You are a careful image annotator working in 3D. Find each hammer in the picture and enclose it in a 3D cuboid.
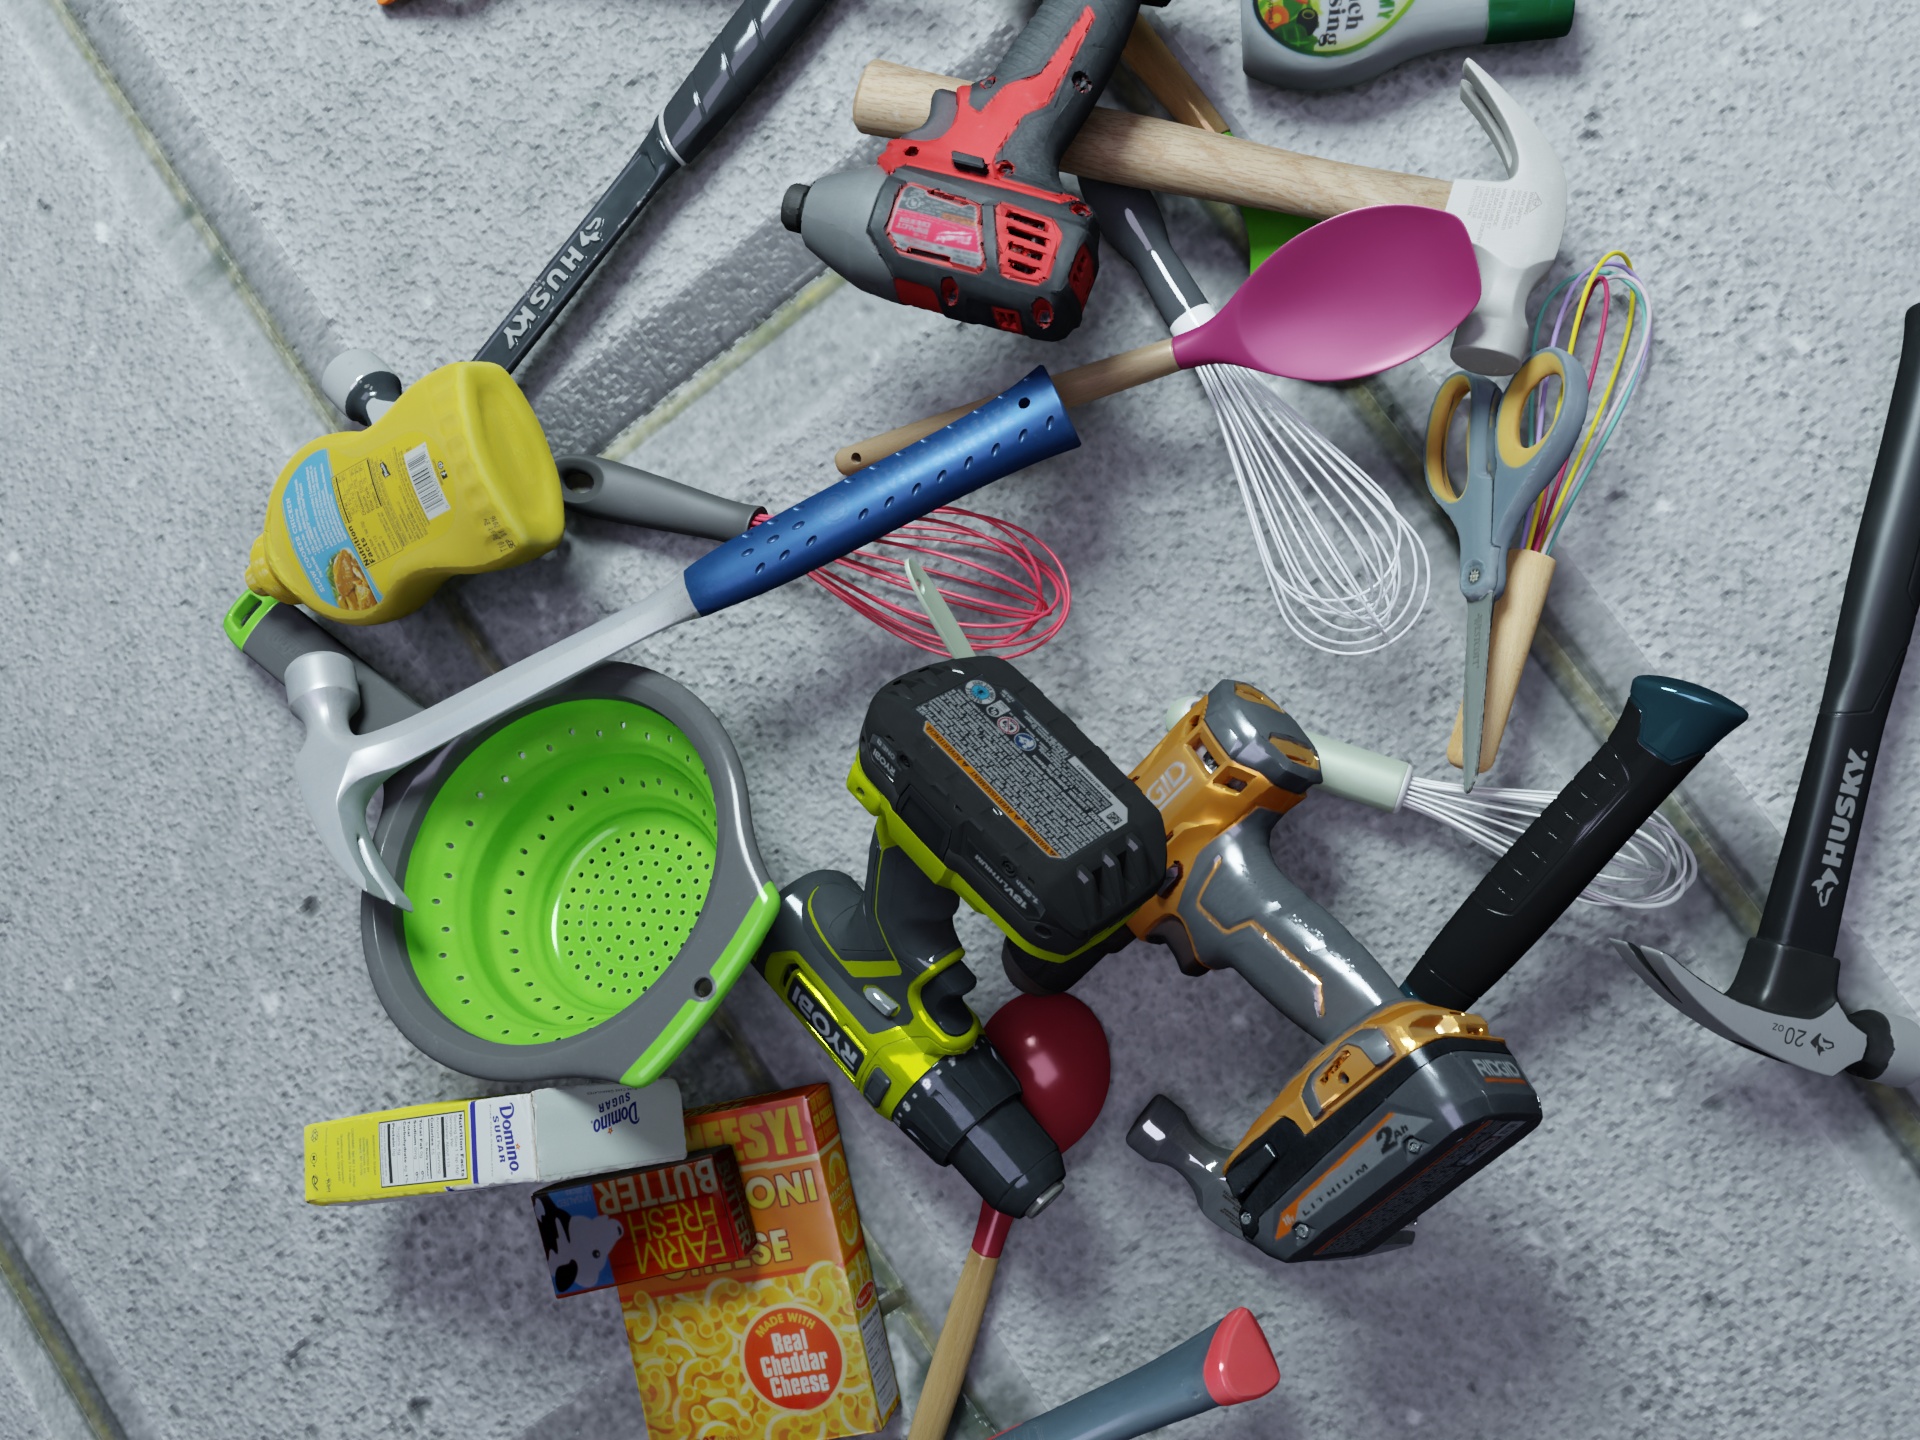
[{"bbox_3d":[0.384,-0.017,0.687,0.146,0.035,0.335,15,88,-14],"label":"hammer"},{"bbox_3d":[-0.156,-0.279,0.811,0.149,0.036,0.409,43,96,19],"label":"hammer"},{"bbox_3d":[-0.031,0.369,0.750,0.386,0.143,0.038,-28,85,5],"label":"hammer"},{"bbox_3d":[0.216,0.113,0.705,0.128,0.033,0.331,38,111,9],"label":"hammer"},{"bbox_3d":[-0.132,-0.049,0.741,0.405,0.035,0.144,-26,61,7],"label":"hammer"},{"bbox_3d":[0.109,-0.259,0.732,0.331,0.031,0.130,17,84,12],"label":"hammer"}]

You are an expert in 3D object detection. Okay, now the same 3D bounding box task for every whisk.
[{"bbox_3d":[0.260,-0.095,0.713,0.051,0.047,0.245,17,86,15],"label":"whisk"},{"bbox_3d":[-0.085,-0.090,0.793,0.296,0.073,0.073,16,93,18],"label":"whisk"},{"bbox_3d":[0.127,-0.156,0.749,0.070,0.070,0.285,-31,78,10],"label":"whisk"},{"bbox_3d":[0.213,0.035,0.737,0.246,0.059,0.058,18,50,15],"label":"whisk"}]

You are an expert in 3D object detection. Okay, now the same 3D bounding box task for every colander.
[{"bbox_3d":[-0.239,0.042,0.814,0.397,0.094,0.204,32,81,28],"label":"colander"}]

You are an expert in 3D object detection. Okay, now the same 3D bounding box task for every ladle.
[{"bbox_3d":[0.004,0.286,0.788,0.069,0.031,0.315,18,95,12],"label":"ladle"}]

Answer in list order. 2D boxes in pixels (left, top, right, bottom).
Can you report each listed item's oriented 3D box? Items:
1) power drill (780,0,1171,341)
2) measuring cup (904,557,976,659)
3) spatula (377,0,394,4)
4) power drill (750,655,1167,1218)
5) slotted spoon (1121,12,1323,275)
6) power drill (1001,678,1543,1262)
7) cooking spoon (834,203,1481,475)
[{"bbox_3d":[0.013,-0.286,0.702,0.143,0.078,0.220,17,88,13],"label":"power drill"},{"bbox_3d":[-0.001,-0.002,0.737,0.038,0.083,0.167,-18,122,19],"label":"measuring cup"},{"bbox_3d":[-0.165,-0.403,0.805,0.322,0.041,0.081,10,88,15],"label":"spatula"},{"bbox_3d":[0.001,0.103,0.700,0.191,0.080,0.228,45,138,21],"label":"power drill"},{"bbox_3d":[0.107,-0.297,0.768,0.070,0.031,0.314,-36,81,4],"label":"slotted spoon"},{"bbox_3d":[0.117,0.120,0.694,0.185,0.084,0.226,-48,51,24],"label":"power drill"},{"bbox_3d":[0.077,-0.162,0.735,0.319,0.017,0.068,-13,105,27],"label":"cooking spoon"}]
